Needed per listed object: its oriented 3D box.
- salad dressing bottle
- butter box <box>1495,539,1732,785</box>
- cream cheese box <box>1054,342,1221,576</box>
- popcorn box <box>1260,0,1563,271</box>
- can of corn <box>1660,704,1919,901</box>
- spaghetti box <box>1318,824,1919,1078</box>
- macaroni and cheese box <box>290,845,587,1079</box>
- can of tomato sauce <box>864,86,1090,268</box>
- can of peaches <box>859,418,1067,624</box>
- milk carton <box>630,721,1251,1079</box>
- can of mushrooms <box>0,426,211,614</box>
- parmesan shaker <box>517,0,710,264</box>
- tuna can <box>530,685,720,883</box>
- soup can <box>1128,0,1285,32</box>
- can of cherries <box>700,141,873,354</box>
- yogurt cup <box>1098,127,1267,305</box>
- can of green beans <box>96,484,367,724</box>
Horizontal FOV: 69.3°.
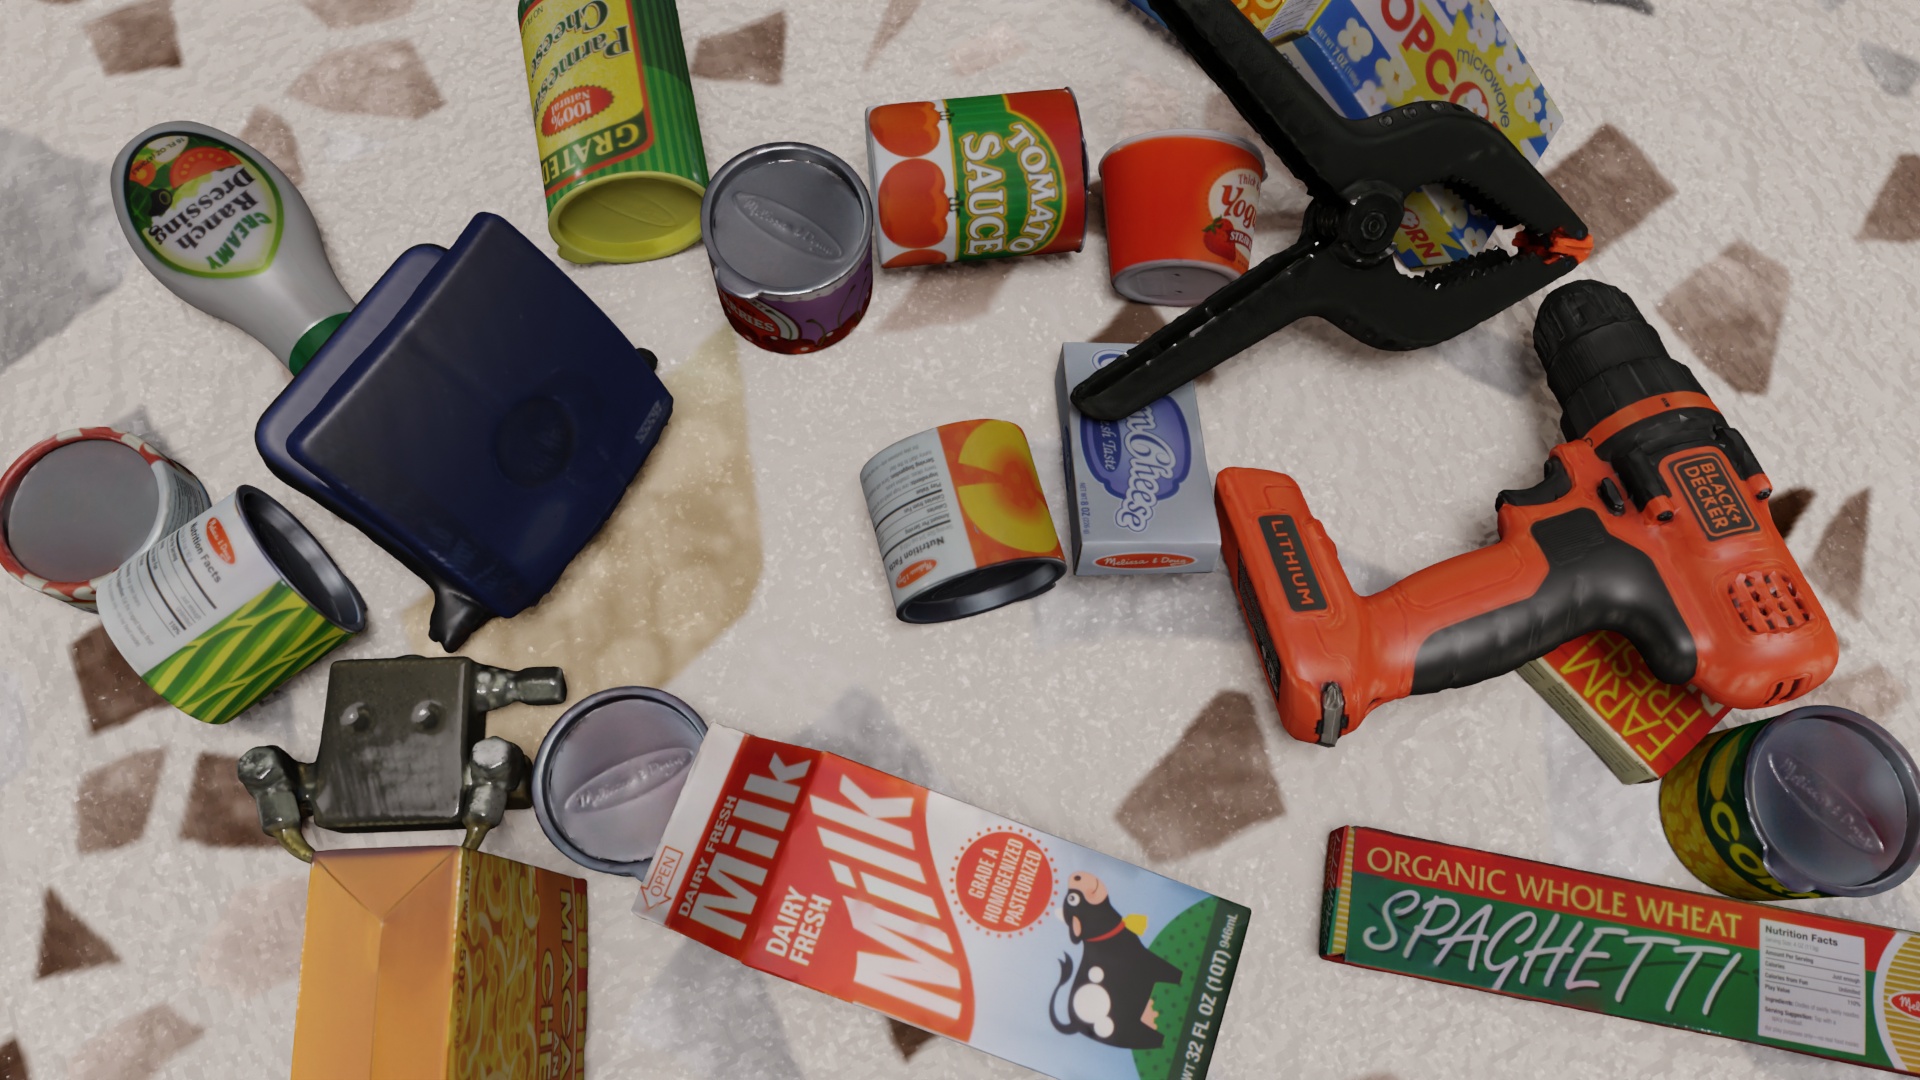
[{"bbox_3d":[-0.271,-0.102,0.549,0.064,0.044,0.148,-42,80,-15],"label":"salad dressing bottle"},{"bbox_3d":[0.245,0.040,0.541,0.053,0.024,0.103,-39,78,-12],"label":"butter box"},{"bbox_3d":[0.067,-0.033,0.538,0.053,0.024,0.104,0,52,-3],"label":"cream cheese box"},{"bbox_3d":[0.185,-0.186,0.569,0.126,0.038,0.085,43,72,-25],"label":"popcorn box"},{"bbox_3d":[0.301,0.099,0.507,0.071,0.058,0.071,1,73,-3],"label":"can of corn"},{"bbox_3d":[0.255,0.151,0.504,0.250,0.028,0.050,11,73,1],"label":"spaghetti box"},{"bbox_3d":[-0.146,0.159,0.410,0.040,0.166,0.124,-1,73,-3],"label":"macaroni and cheese box"},{"bbox_3d":[0.006,-0.146,0.564,0.083,0.071,0.071,-6,73,-4],"label":"can of tomato sauce"},{"bbox_3d":[0.002,-0.007,0.523,0.071,0.071,0.058,-15,74,-7],"label":"can of peaches"},{"bbox_3d":[-0.009,0.126,0.471,0.191,0.073,0.072,21,74,1],"label":"milk carton"},{"bbox_3d":[-0.325,-0.008,0.523,0.071,0.033,0.071,1,73,-3],"label":"can of mushrooms"},{"bbox_3d":[-0.144,-0.174,0.568,0.071,0.071,0.103,-12,74,-6],"label":"parmesan shaker"},{"bbox_3d":[-0.117,0.090,0.502,0.071,0.032,0.071,1,73,-2],"label":"tuna can"},{"bbox_3d":[0.110,-0.249,0.600,0.084,0.071,0.071,39,75,9],"label":"soup can"},{"bbox_3d":[-0.070,-0.114,0.556,0.071,0.058,0.071,1,73,-3],"label":"can of cherries"},{"bbox_3d":[0.089,-0.129,0.567,0.072,0.072,0.054,3,81,-2],"label":"yogurt cup"},{"bbox_3d":[-0.259,0.023,0.497,0.058,0.071,0.071,-36,78,-7],"label":"can of green beans"}]
